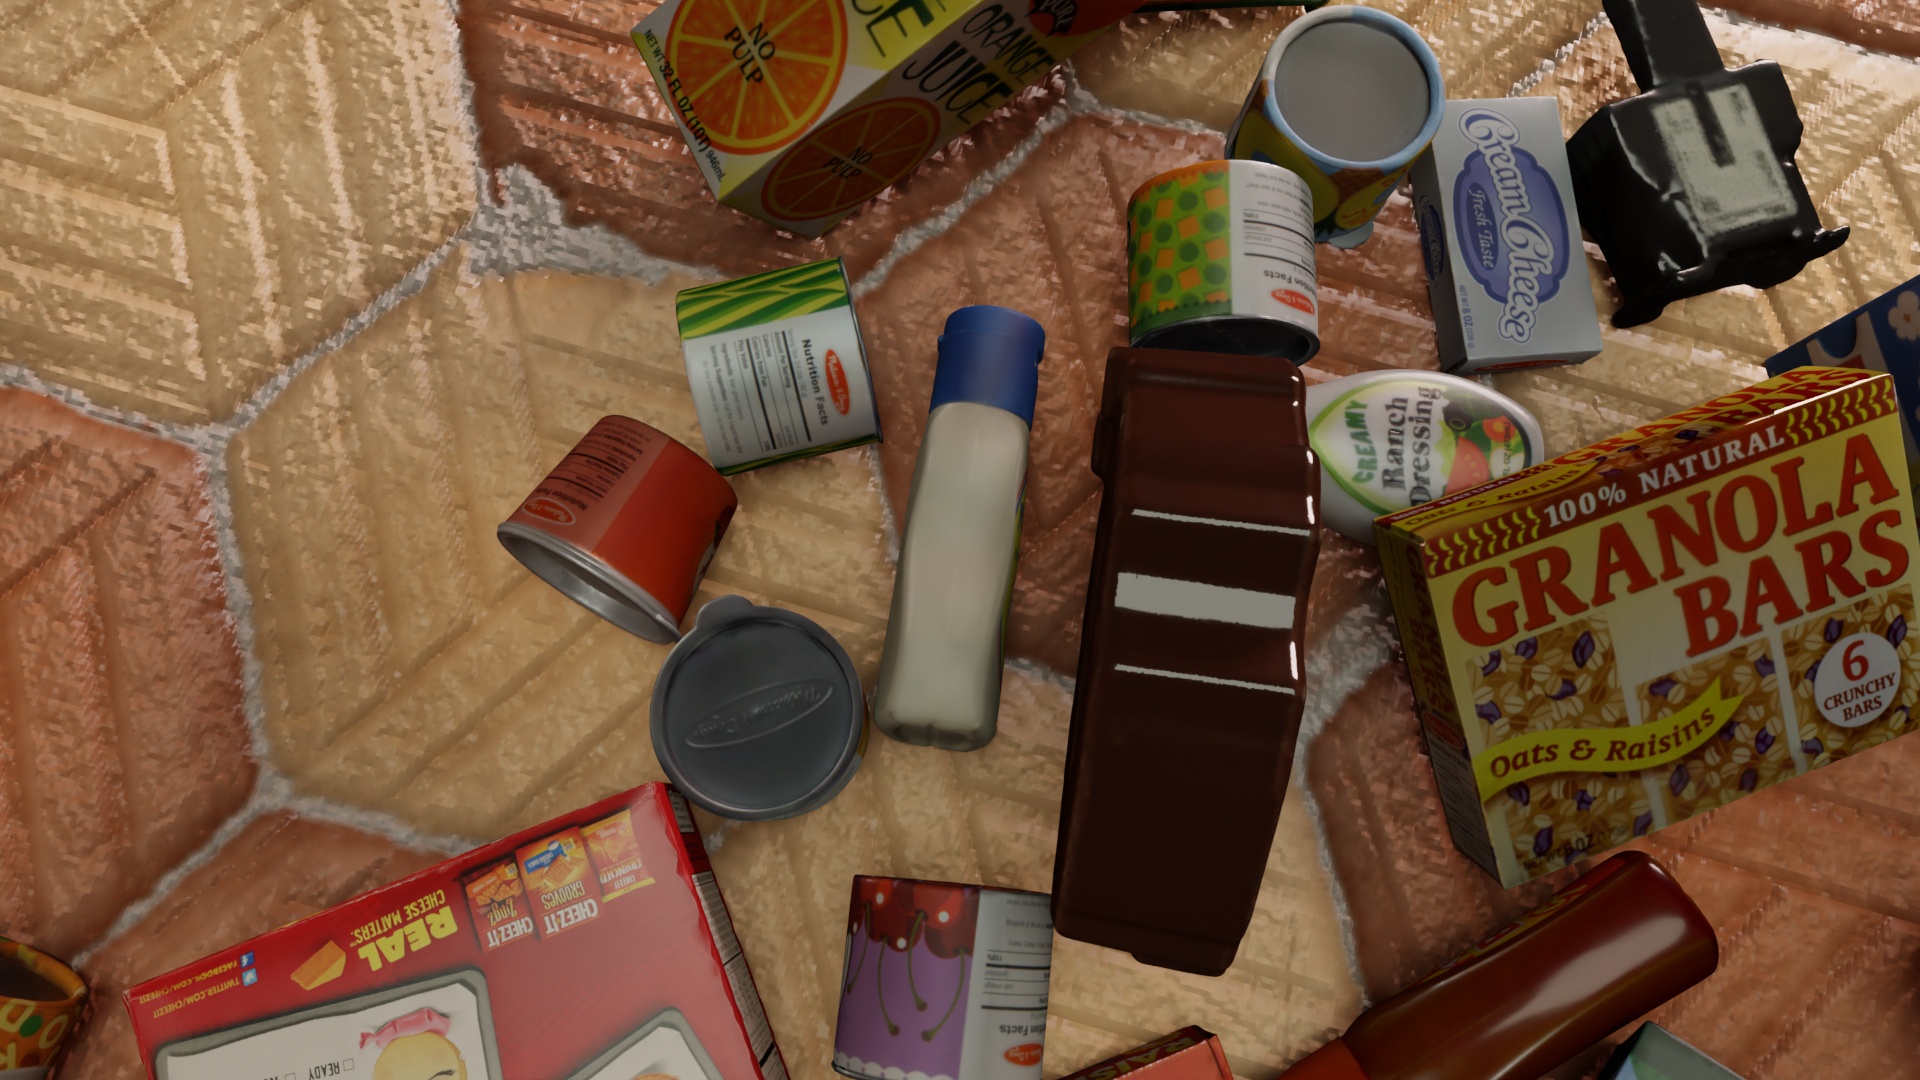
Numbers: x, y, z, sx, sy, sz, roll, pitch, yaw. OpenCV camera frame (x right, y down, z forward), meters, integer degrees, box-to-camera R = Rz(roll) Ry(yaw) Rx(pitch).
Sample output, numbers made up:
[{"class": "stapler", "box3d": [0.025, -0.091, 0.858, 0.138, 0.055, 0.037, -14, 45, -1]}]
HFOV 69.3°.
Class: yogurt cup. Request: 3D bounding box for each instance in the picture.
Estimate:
[{"class": "yogurt cup", "box3d": [-0.111, -0.005, 0.465, 0.072, 0.072, 0.054, 28, 70, 4]}]

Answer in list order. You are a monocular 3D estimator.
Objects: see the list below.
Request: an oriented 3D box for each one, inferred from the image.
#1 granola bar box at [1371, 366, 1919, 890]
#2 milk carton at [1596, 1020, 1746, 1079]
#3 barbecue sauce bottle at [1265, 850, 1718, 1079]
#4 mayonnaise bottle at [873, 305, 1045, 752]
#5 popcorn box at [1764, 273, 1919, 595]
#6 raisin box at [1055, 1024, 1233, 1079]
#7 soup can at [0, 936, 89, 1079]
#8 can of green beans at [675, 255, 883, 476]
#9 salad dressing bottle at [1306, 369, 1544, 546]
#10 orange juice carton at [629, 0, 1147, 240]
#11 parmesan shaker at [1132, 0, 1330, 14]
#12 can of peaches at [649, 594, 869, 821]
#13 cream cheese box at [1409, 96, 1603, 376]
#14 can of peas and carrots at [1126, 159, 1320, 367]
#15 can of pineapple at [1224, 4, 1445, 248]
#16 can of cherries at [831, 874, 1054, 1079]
[{"class": "granola bar box", "box3d": [0.231, 0.027, 0.460, 0.166, 0.039, 0.124, -19, 103, -6]}, {"class": "milk carton", "box3d": [0.184, 0.246, 0.405, 0.073, 0.072, 0.191, 31, 78, 28]}, {"class": "barbecue sauce bottle", "box3d": [0.163, 0.155, 0.441, 0.148, 0.064, 0.044, -32, 61, 0]}, {"class": "mayonnaise bottle", "box3d": [0.002, -0.006, 0.471, 0.041, 0.064, 0.148, 9, 74, 1]}, {"class": "popcorn box", "box3d": [0.334, -0.019, 0.472, 0.038, 0.085, 0.127, -10, 78, -5]}, {"class": "raisin box", "box3d": [0.036, 0.216, 0.433, 0.123, 0.040, 0.086, -19, 78, -7]}, {"class": "soup can", "box3d": [-0.315, 0.167, 0.417, 0.071, 0.071, 0.084, 23, 78, 3]}, {"class": "can of green beans", "box3d": [-0.062, -0.059, 0.477, 0.058, 0.071, 0.071, -13, 79, -4]}, {"class": "salad dressing bottle", "box3d": [0.124, -0.032, 0.488, 0.148, 0.044, 0.064, 6, 79, 0]}, {"class": "orange juice carton", "box3d": [-0.008, -0.188, 0.465, 0.192, 0.073, 0.072, -31, 80, 19]}, {"class": "parmesan shaker", "box3d": [0.086, -0.230, 0.522, 0.103, 0.071, 0.071, -4, 78, -2]}, {"class": "can of peaches", "box3d": [-0.064, 0.056, 0.455, 0.071, 0.058, 0.071, 0, 78, -1]}, {"class": "cream cheese box", "box3d": [0.202, -0.114, 0.520, 0.053, 0.024, 0.104, -4, 78, -4]}, {"class": "can of peas and carrots", "box3d": [0.090, -0.093, 0.491, 0.071, 0.071, 0.059, 1, 77, -2]}, {"class": "can of pineapple", "box3d": [0.137, -0.150, 0.508, 0.071, 0.057, 0.071, 0, 78, -2]}, {"class": "can of cherries", "box3d": [-0.007, 0.137, 0.436, 0.071, 0.071, 0.058, 5, 78, -1]}]
